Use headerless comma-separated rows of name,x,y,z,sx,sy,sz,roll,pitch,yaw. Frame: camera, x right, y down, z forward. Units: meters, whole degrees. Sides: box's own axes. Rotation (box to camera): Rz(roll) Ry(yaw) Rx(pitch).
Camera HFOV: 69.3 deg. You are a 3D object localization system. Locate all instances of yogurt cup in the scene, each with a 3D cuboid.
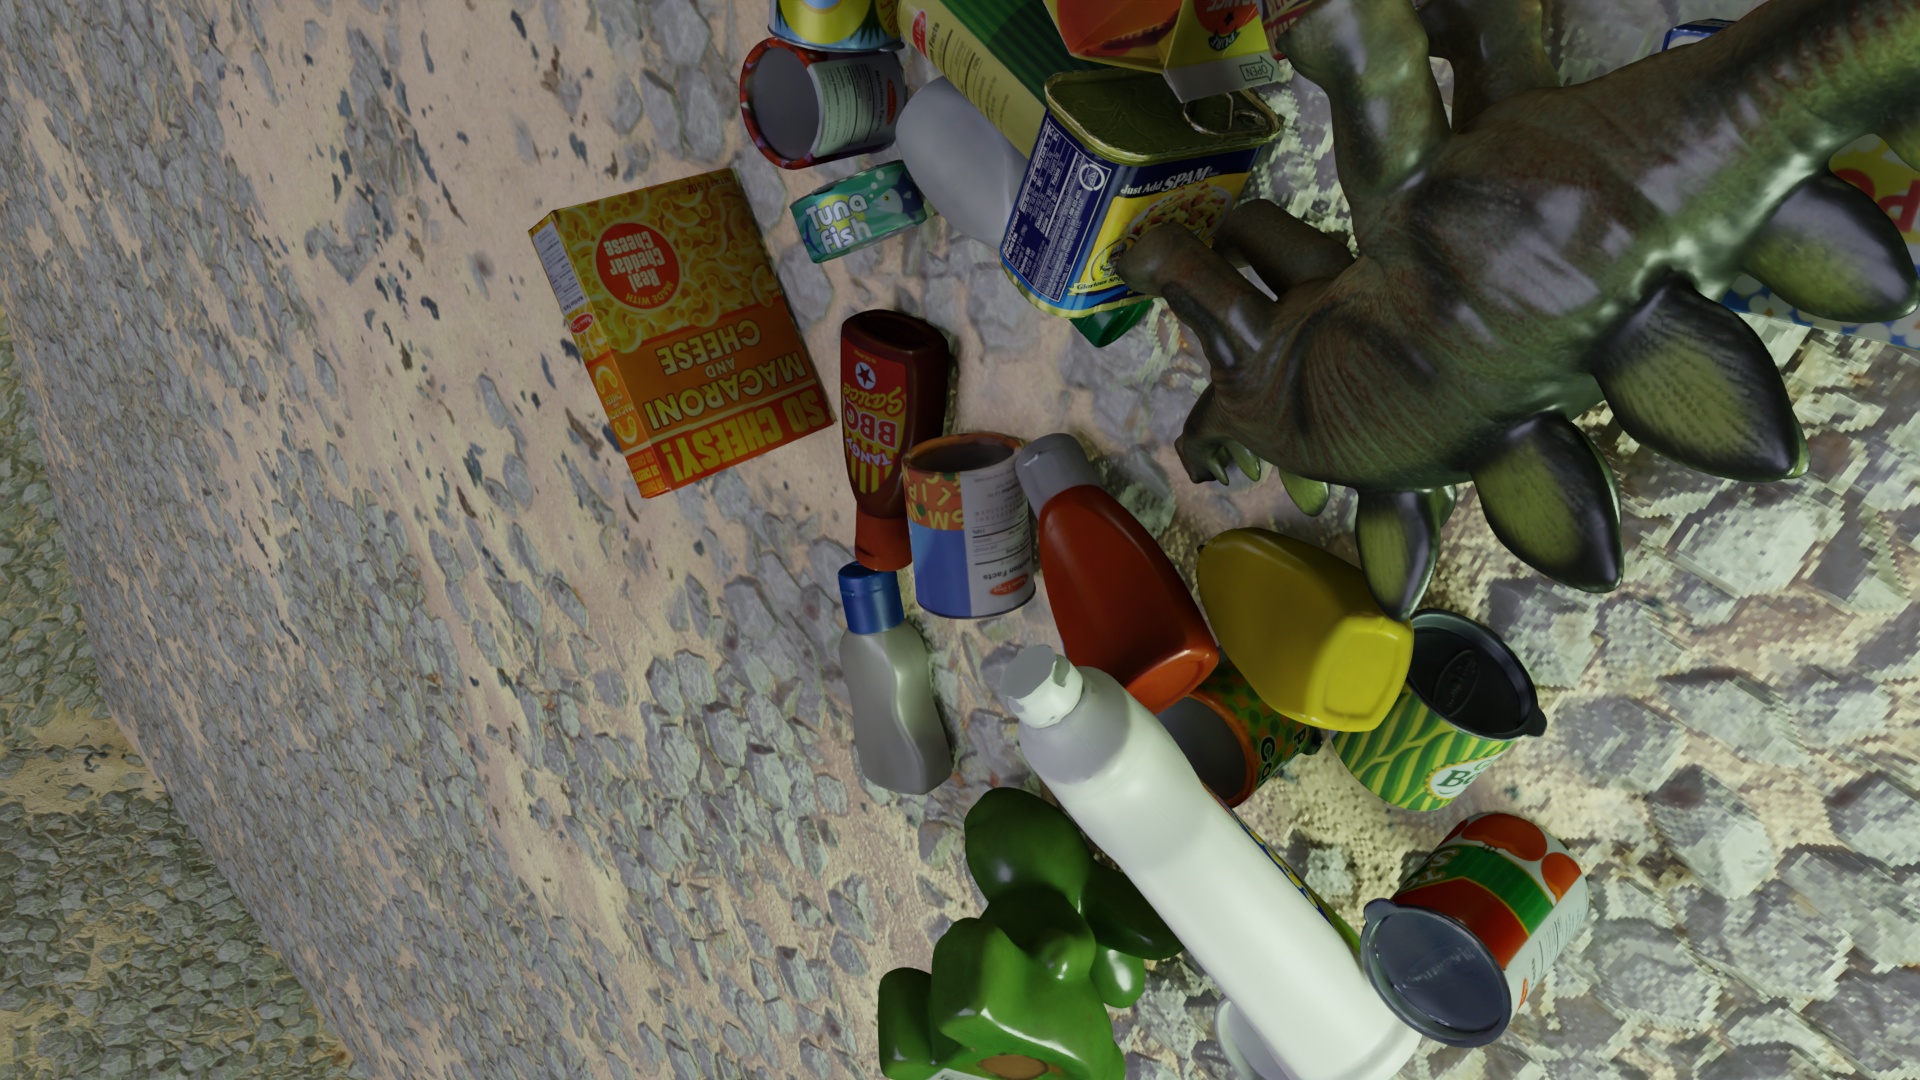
yogurt cup,0.173,0.249,0.720,0.072,0.054,0.072,24,126,37

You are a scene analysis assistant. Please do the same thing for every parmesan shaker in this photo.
parmesan shaker,0.030,-0.214,0.615,0.103,0.071,0.071,48,138,15

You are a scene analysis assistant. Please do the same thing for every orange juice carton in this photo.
orange juice carton,0.064,-0.261,0.546,0.072,0.072,0.192,-28,89,50

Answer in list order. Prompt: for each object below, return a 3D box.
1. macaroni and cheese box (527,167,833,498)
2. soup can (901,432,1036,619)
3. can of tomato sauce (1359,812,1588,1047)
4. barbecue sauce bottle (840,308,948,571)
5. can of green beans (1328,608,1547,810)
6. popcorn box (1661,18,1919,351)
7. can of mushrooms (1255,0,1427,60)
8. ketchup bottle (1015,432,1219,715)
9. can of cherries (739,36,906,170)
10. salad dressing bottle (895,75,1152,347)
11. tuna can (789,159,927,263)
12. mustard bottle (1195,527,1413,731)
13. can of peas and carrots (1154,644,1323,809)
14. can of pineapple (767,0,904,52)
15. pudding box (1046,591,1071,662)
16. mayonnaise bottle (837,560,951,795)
macaroni and cheese box,-0.161,-0.123,0.817,0.040,0.124,0.166,-13,101,52
soup can,0.003,-0.009,0.751,0.071,0.071,0.083,15,120,41
can of tomato sauce,0.221,0.165,0.601,0.071,0.083,0.070,24,126,37
barbecue sauce bottle,-0.040,-0.053,0.790,0.065,0.044,0.147,29,130,34
can of green beans,0.199,0.072,0.589,0.071,0.071,0.057,45,137,20
popcorn box,0.278,-0.110,0.429,0.127,0.038,0.084,24,125,37
can of mushrooms,0.139,-0.200,0.501,0.071,0.071,0.033,-5,108,48
ketchup bottle,0.067,0.012,0.671,0.064,0.043,0.149,-41,51,24
can of cherries,-0.073,-0.229,0.718,0.071,0.058,0.071,23,126,36
salad dressing bottle,0.030,-0.156,0.661,0.148,0.044,0.064,51,136,12
tuna can,-0.053,-0.170,0.720,0.071,0.071,0.032,-11,104,49
mustard bottle,0.139,0.027,0.610,0.161,0.049,0.065,-121,46,-68
can of peas and carrots,0.132,0.091,0.675,0.071,0.059,0.070,24,127,37
can of pineapple,-0.058,-0.274,0.673,0.071,0.071,0.057,31,131,32
pudding box,0.081,0.058,0.732,0.049,0.030,0.083,-2,109,48
mayonnaise bottle,-0.046,0.085,0.874,0.065,0.041,0.147,8,115,42
